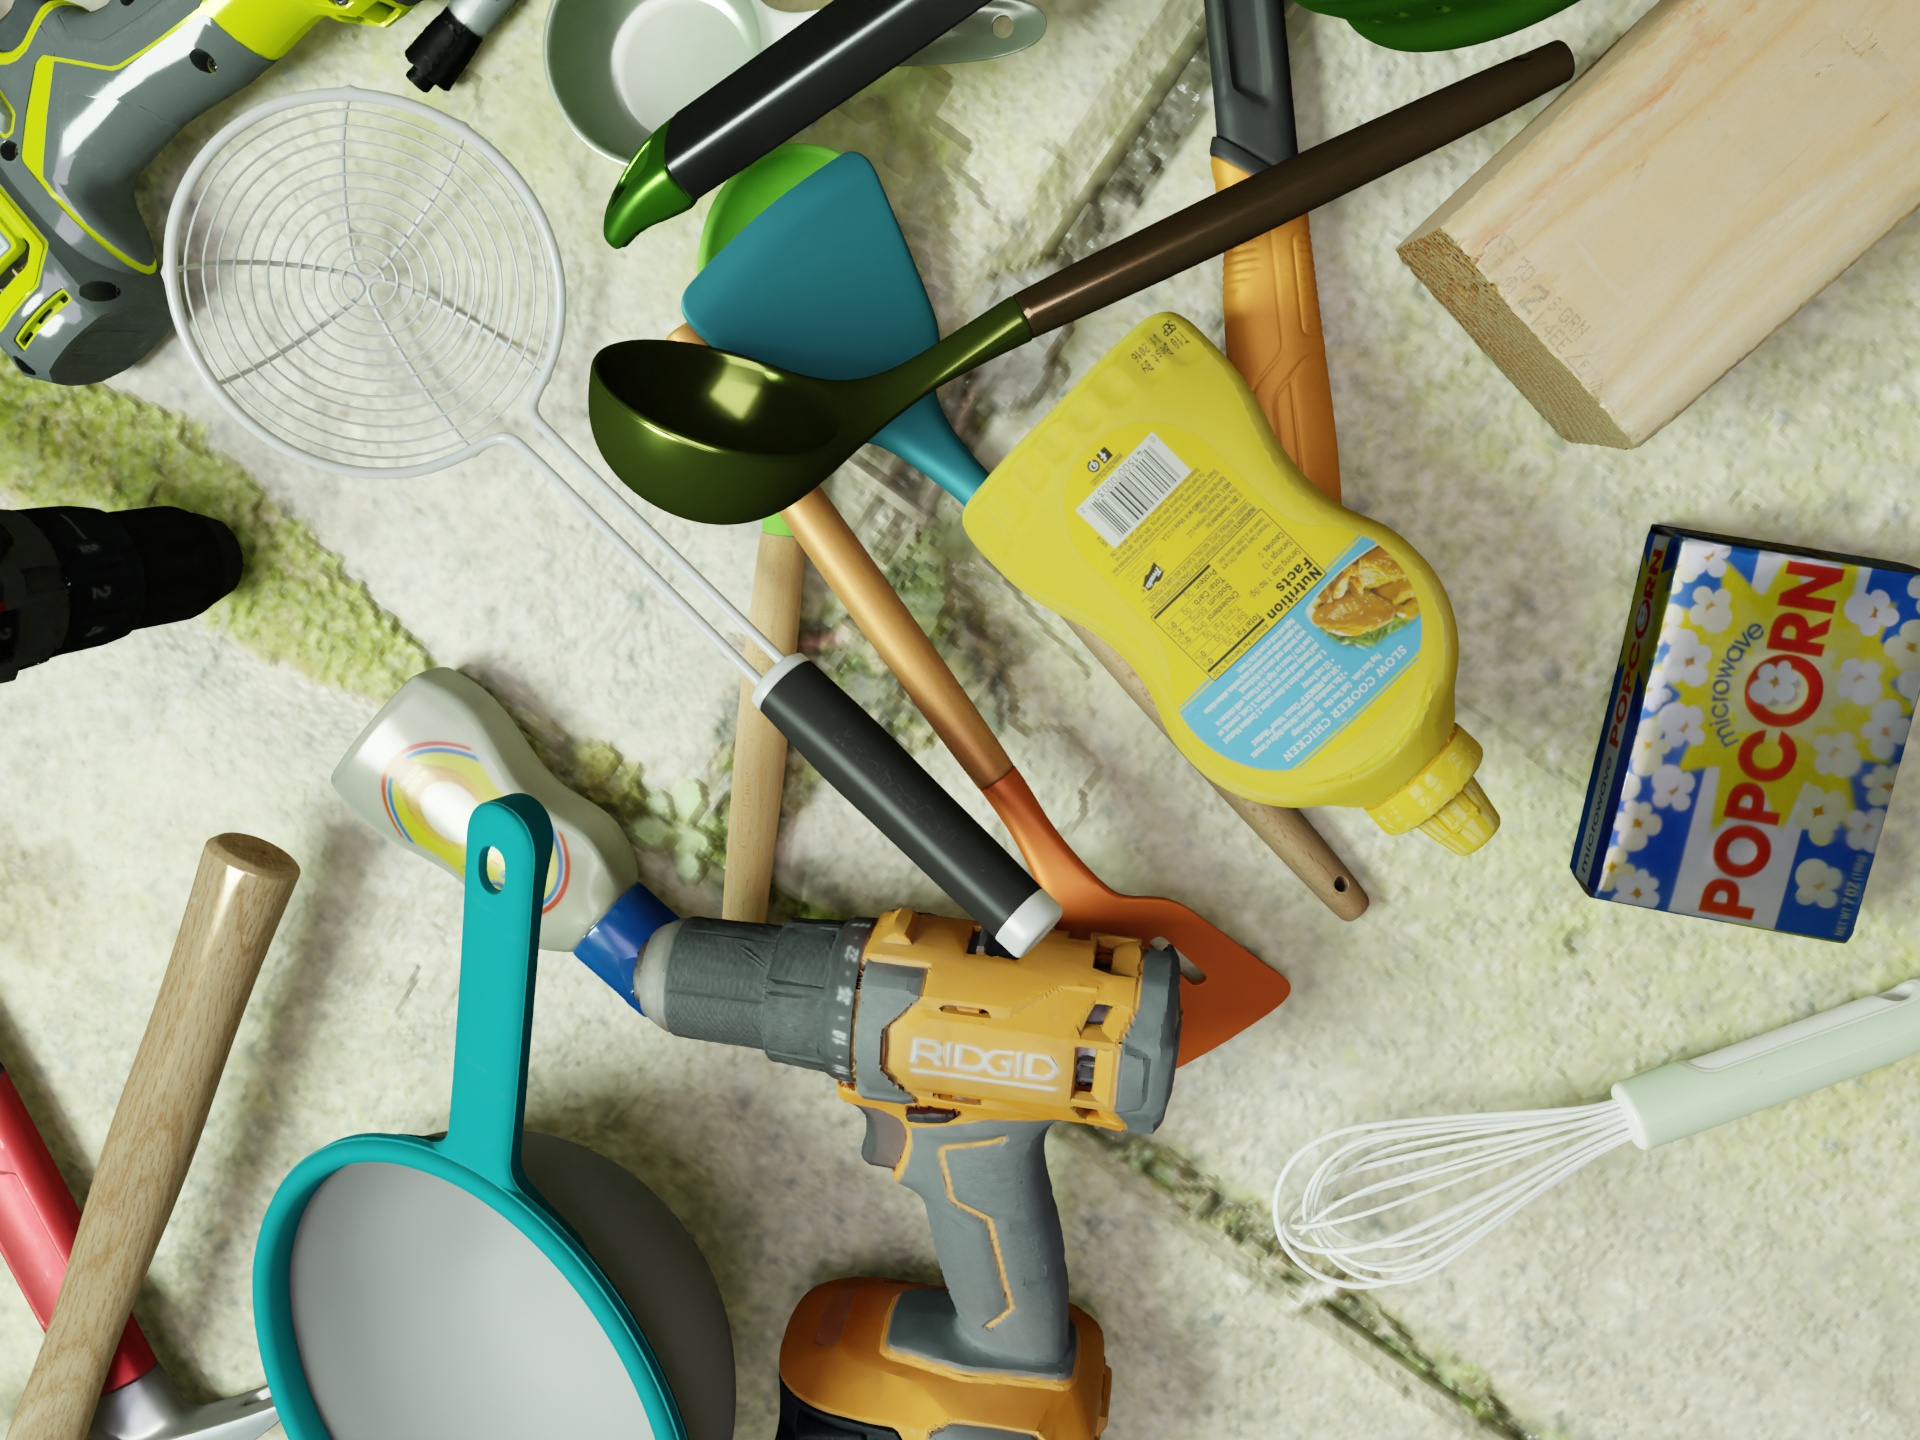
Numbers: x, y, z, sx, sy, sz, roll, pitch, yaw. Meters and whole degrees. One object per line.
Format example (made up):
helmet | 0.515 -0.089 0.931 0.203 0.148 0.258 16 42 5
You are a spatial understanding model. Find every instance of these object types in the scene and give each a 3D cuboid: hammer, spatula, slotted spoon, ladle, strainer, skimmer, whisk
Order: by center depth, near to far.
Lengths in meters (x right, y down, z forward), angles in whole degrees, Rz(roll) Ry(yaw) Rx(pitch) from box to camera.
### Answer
ladle | 0.039 -0.144 0.482 0.320 0.078 0.062 -25 130 -1
skimmer | -0.107 -0.059 0.514 0.363 0.090 0.127 44 87 13
hammer | 0.093 -0.154 0.529 0.127 0.034 0.337 -7 100 8
spatula | 0.038 -0.047 0.550 0.082 0.044 0.317 -44 95 -11
spatula | -0.001 -0.002 0.559 0.081 0.041 0.322 -34 97 13
whisk | 0.228 0.142 0.562 0.246 0.058 0.059 -22 89 6
slotted spoon | -0.069 -0.043 0.575 0.070 0.031 0.313 4 104 -11
strainer | -0.147 0.175 0.575 0.211 0.095 0.340 19 111 25
hammer | -0.323 0.197 0.617 0.130 0.031 0.331 24 101 1
hammer | -0.399 0.136 0.648 0.143 0.038 0.386 -23 97 10

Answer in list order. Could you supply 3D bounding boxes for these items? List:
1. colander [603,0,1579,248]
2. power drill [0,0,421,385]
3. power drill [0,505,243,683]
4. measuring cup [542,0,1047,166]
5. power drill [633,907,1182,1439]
colander | 0.069 -0.218 0.454 0.397 0.205 0.094 -25 133 25
power drill | -0.294 -0.250 0.543 0.223 0.080 0.171 -37 94 16
power drill | -0.393 -0.078 0.557 0.227 0.188 0.080 28 115 20
measuring cup | -0.054 -0.225 0.535 0.167 0.038 0.083 -1 100 6
power drill | -0.024 0.170 0.566 0.185 0.084 0.226 7 111 7
